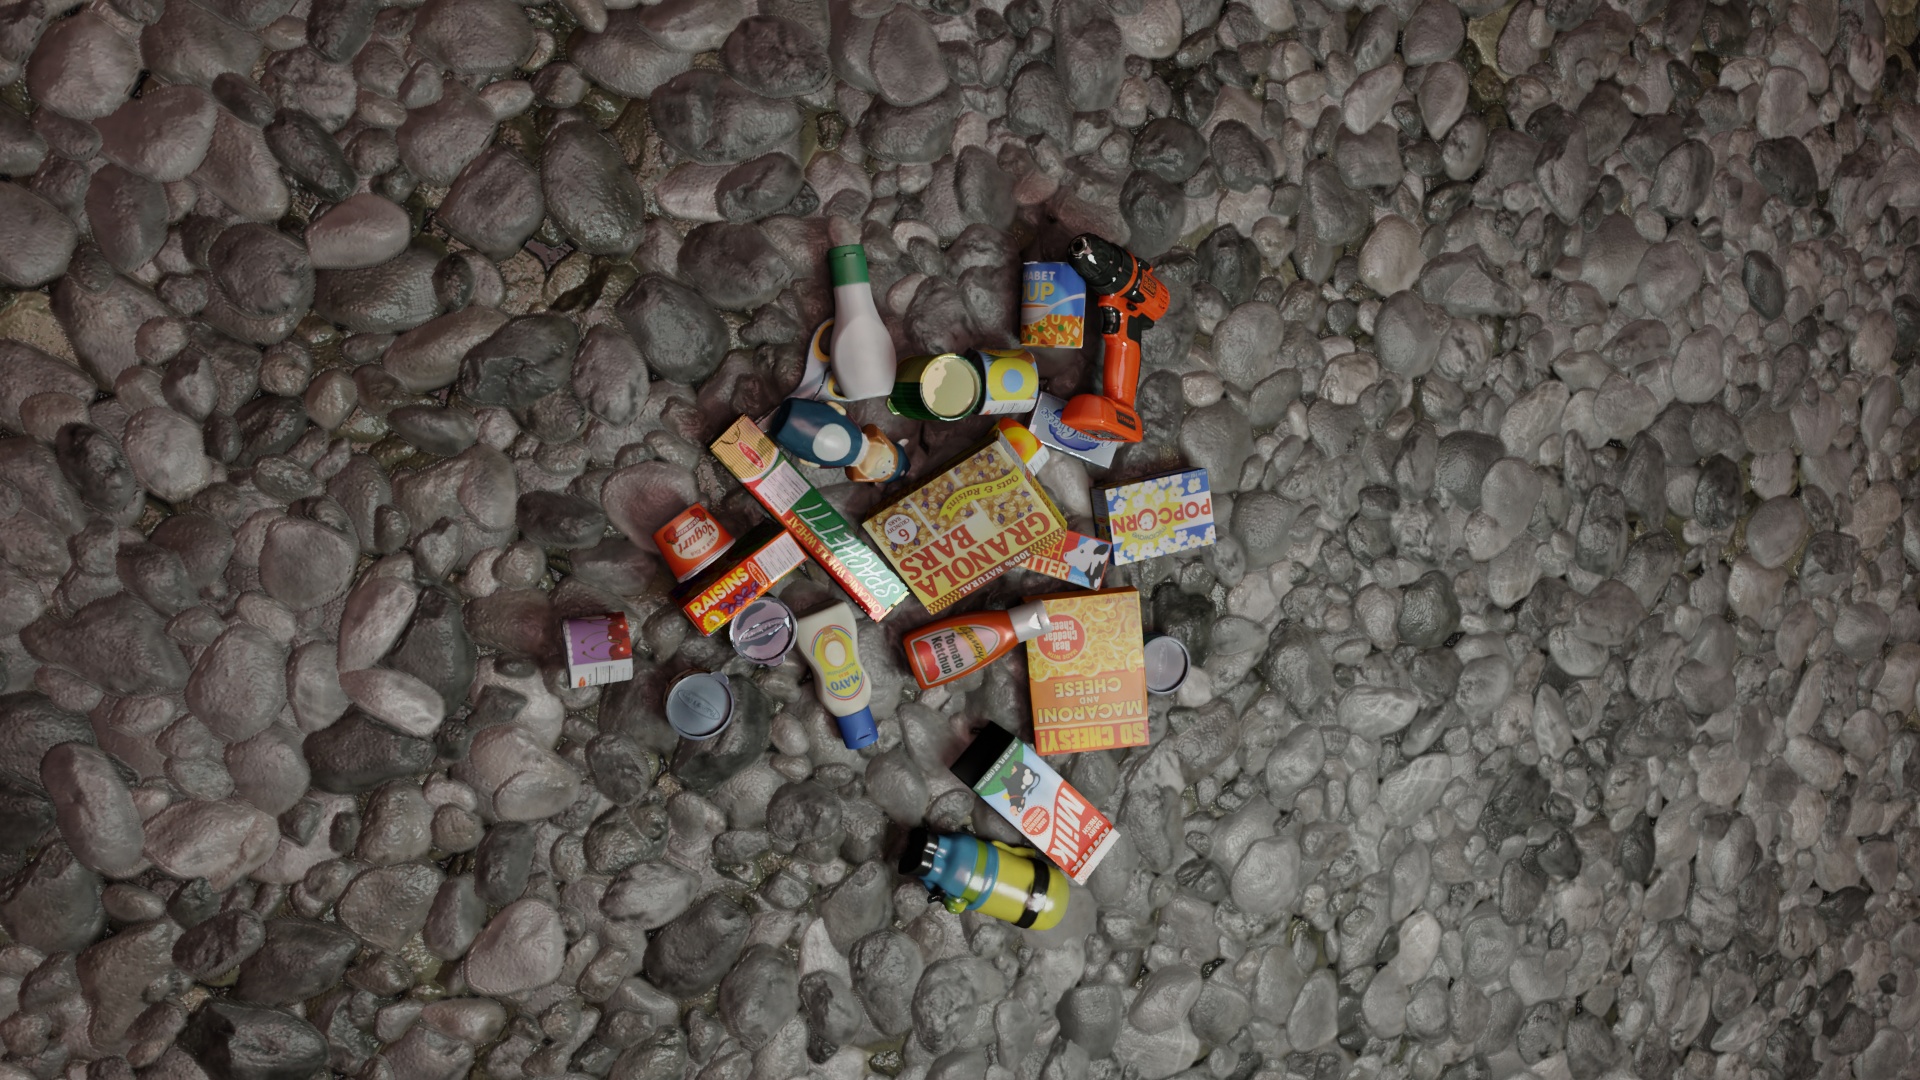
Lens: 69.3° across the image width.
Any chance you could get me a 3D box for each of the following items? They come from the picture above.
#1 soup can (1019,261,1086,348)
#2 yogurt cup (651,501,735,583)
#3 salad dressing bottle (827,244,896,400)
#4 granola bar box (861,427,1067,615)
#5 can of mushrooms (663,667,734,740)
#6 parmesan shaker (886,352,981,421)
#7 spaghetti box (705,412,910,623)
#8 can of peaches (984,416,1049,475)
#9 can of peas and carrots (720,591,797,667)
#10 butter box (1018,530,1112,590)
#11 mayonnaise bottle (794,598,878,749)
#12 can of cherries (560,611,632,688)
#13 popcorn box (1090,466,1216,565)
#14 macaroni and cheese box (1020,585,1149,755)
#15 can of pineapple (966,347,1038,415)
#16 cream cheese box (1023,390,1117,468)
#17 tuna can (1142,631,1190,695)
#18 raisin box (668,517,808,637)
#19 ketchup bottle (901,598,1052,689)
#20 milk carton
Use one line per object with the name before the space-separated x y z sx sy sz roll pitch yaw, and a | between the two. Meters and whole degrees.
soup can | 0.092 -0.241 1.423 0.071 0.071 0.083 1 95 -20
yogurt cup | -0.257 0.000 1.325 0.072 0.072 0.054 -38 99 -12
salad dressing bottle | -0.100 -0.212 1.354 0.064 0.044 0.147 -10 94 -17
granola bar box | 0.005 -0.017 1.389 0.165 0.039 0.124 -31 108 18
can of mushrooms | -0.254 0.157 1.356 0.071 0.033 0.071 -2 96 -19
parmesan shaker | -0.028 -0.149 1.370 0.071 0.103 0.071 -2 97 -19
spaghetti box | -0.148 -0.020 1.371 0.050 0.029 0.249 -45 111 -7
can of peaches | 0.047 -0.086 1.424 0.071 0.071 0.058 43 81 -18
can of peas and carrots | -0.197 0.085 1.356 0.071 0.059 0.071 -2 97 -20
butter box | 0.103 0.013 1.457 0.103 0.024 0.053 17 90 0
mayonnaise bottle | -0.121 0.136 1.397 0.065 0.041 0.147 -22 102 -18
can of cherries | -0.342 0.100 1.303 0.058 0.071 0.071 -8 98 -19
popcorn box | 0.209 -0.027 1.501 0.127 0.038 0.085 -12 101 -18
macaroni and cheese box | 0.132 0.137 1.473 0.124 0.040 0.166 -5 98 -1
can of pineapple | 0.041 -0.164 1.413 0.058 0.071 0.071 -5 97 -19
cream cheese box | 0.118 -0.117 1.467 0.104 0.024 0.053 18 90 -20
tuna can | 0.213 0.134 1.521 0.071 0.033 0.071 -2 96 -20
raisin box | -0.214 0.034 1.331 0.123 0.086 0.040 -38 110 -12
ketchup bottle | 0.018 0.100 1.422 0.149 0.043 0.064 -19 98 0
milk carton | 0.086 0.283 1.469 0.190 0.073 0.072 43 81 -19
